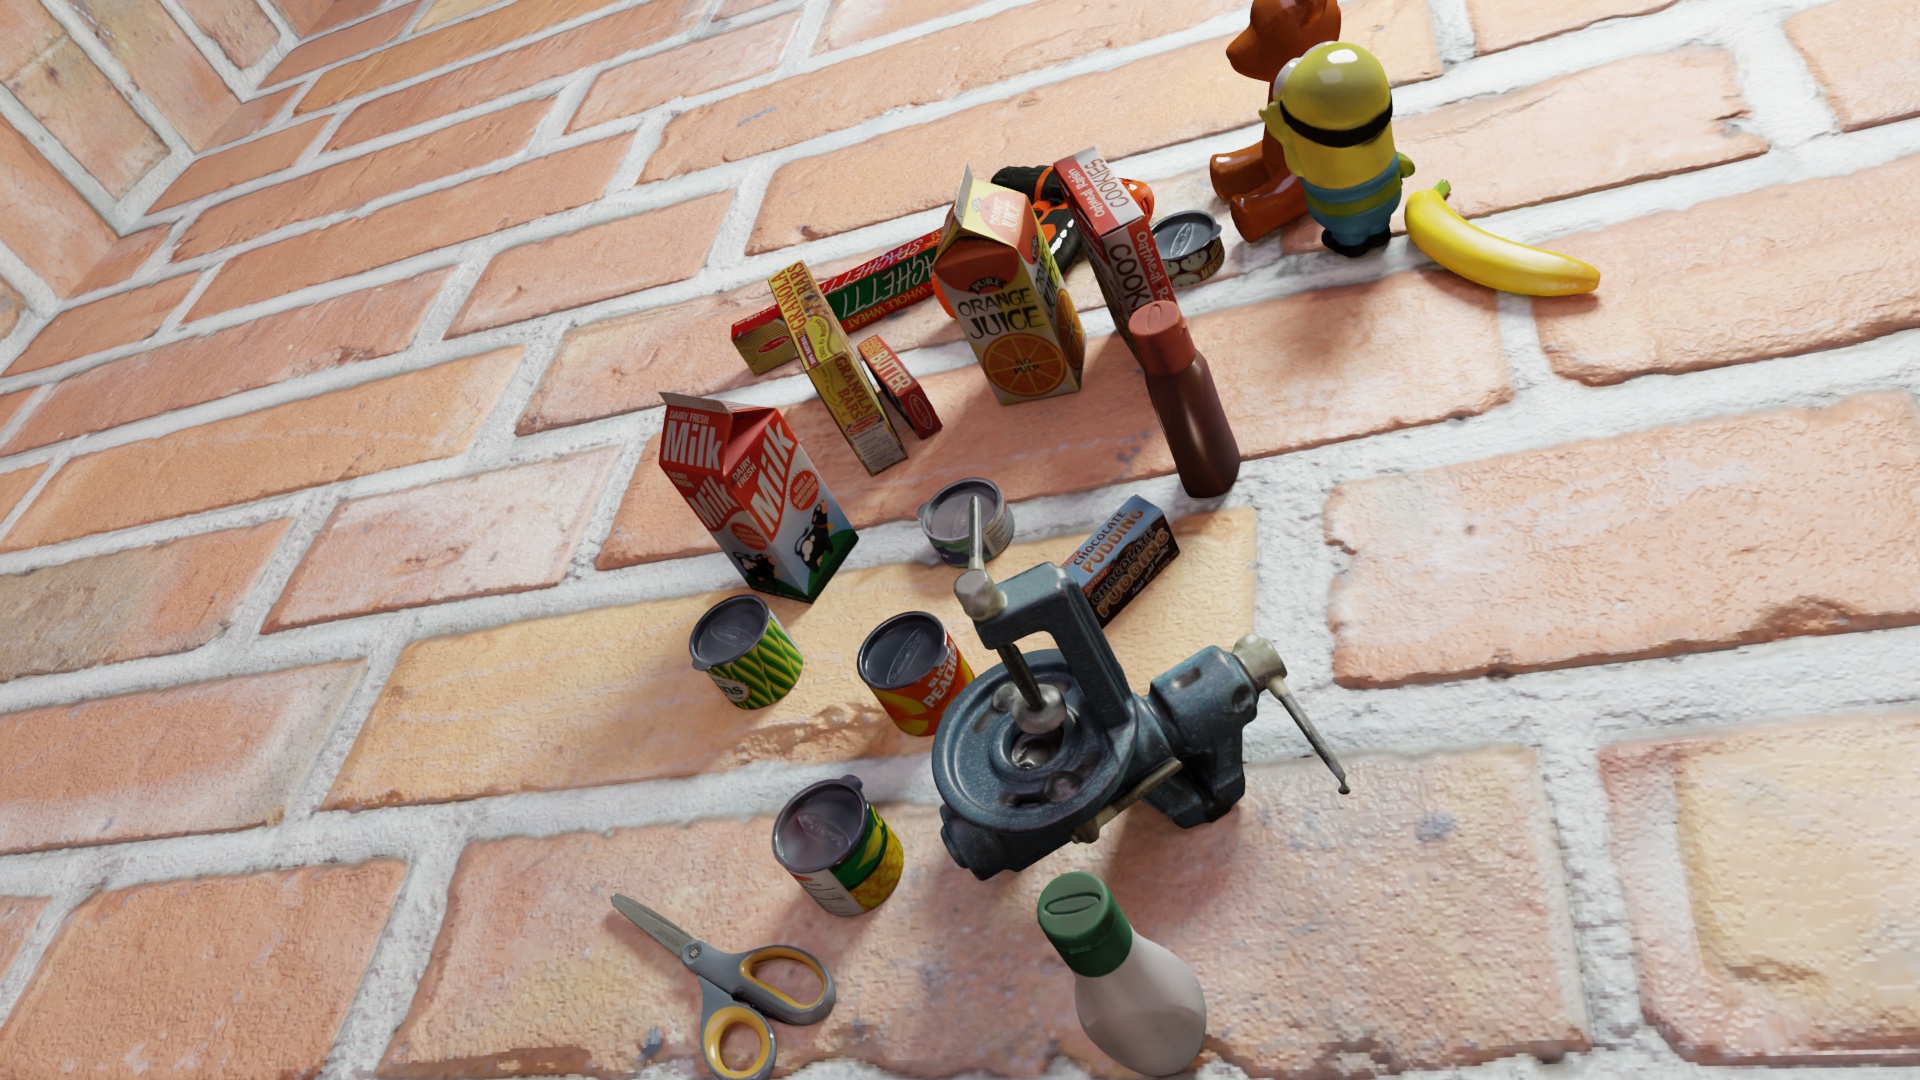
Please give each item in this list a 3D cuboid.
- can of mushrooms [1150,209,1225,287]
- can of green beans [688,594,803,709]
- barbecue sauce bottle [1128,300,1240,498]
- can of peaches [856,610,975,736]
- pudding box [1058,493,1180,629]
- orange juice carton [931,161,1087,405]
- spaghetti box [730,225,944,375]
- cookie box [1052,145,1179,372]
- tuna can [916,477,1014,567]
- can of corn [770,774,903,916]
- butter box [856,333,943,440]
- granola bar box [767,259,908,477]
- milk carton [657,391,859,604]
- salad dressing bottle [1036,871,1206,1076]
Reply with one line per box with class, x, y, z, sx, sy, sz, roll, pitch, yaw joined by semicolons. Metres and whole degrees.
can of mushrooms;0.193;-0.249;1.186;0.071;0.033;0.071;-16;43;15
can of green beans;-0.158;0.083;1.031;0.071;0.057;0.071;-16;43;15
barbecue sauce bottle;0.156;-0.100;0.968;0.043;0.148;0.065;-7;46;24
can of peaches;-0.027;0.092;0.948;0.071;0.057;0.071;-16;43;15
pudding box;0.108;0.014;0.956;0.084;0.049;0.030;-43;43;-15
orange juice carton;0.035;-0.204;1.109;0.073;0.192;0.072;-9;45;22
spaghetti box;-0.096;-0.231;1.318;0.250;0.050;0.029;-24;41;6
cookie box;0.130;-0.205;1.075;0.040;0.166;0.123;-26;41;5
tuna can;0.004;-0.013;1.056;0.071;0.032;0.071;-16;43;15
can of corn;-0.075;0.192;0.874;0.071;0.058;0.071;-16;43;15
butter box;-0.053;-0.133;1.193;0.024;0.053;0.104;-33;41;-3
granola bar box;-0.107;-0.148;1.185;0.039;0.123;0.166;-29;41;2
milk carton;-0.159;-0.042;1.057;0.072;0.189;0.074;10;55;37
salad dressing bottle;0.080;0.217;0.693;0.064;0.147;0.044;-15;43;16
